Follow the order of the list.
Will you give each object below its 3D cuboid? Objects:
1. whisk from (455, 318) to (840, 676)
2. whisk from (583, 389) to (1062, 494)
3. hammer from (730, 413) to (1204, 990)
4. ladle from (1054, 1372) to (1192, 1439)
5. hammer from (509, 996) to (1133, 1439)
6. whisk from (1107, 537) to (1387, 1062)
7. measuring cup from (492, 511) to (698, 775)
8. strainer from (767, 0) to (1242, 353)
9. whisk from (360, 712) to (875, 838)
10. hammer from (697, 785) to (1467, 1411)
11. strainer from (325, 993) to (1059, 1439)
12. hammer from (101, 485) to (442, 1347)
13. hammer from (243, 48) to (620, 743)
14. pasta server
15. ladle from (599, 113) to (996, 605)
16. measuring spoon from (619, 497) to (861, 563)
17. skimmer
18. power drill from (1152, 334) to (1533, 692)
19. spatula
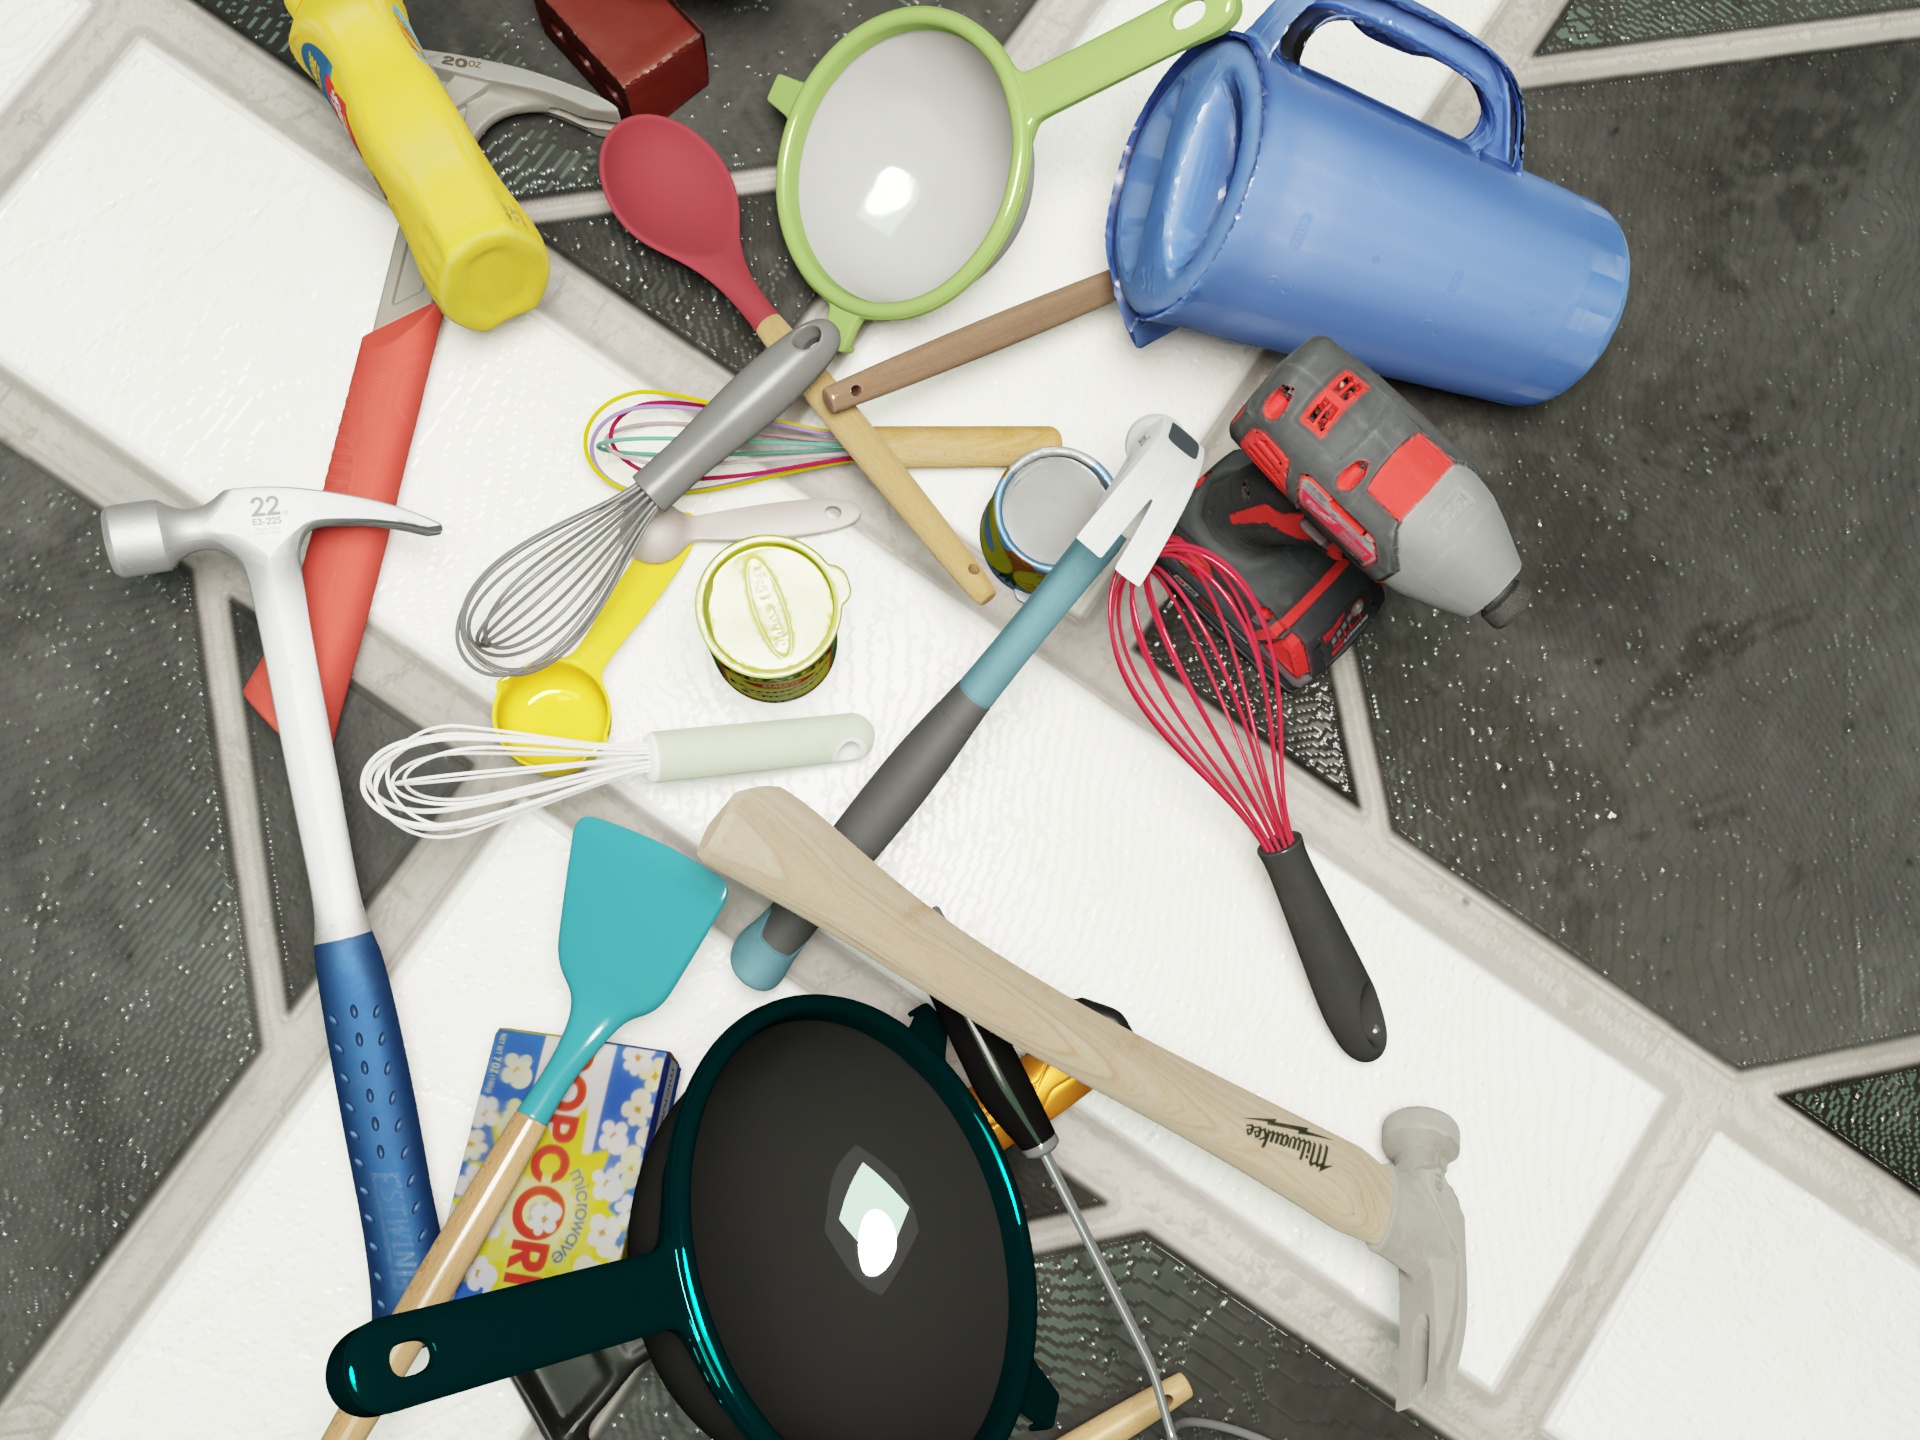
[{"bbox_3d":[-0.146,-0.108,0.761,0.239,0.055,0.055,-43,88,-1],"label":"whisk"},{"bbox_3d":[-0.068,-0.143,0.814,0.245,0.051,0.047,-2,78,-8],"label":"whisk"},{"bbox_3d":[-0.001,-0.002,0.742,0.033,0.128,0.331,37,105,-8],"label":"hammer"},{"bbox_3d":[-0.031,0.394,0.758,0.320,0.062,0.078,-24,84,-14],"label":"ladle"},{"bbox_3d":[-0.055,0.245,0.771,0.337,0.034,0.127,-31,86,-8],"label":"hammer"},{"bbox_3d":[0.149,0.043,0.775,0.073,0.073,0.295,-28,104,-8],"label":"whisk"},{"bbox_3d":[-0.177,-0.040,0.805,0.062,0.029,0.156,30,70,1],"label":"measuring cup"},{"bbox_3d":[0.027,-0.288,0.783,0.256,0.069,0.151,-16,84,30],"label":"strainer"},{"bbox_3d":[-0.155,0.018,0.757,0.246,0.057,0.059,-6,45,-26],"label":"whisk"},{"bbox_3d":[0.063,0.157,0.712,0.410,0.038,0.146,32,42,-12],"label":"hammer"},{"bbox_3d":[-0.108,0.227,0.633,0.095,0.340,0.211,-31,68,33],"label":"strainer"},{"bbox_3d":[-0.285,0.090,0.745,0.144,0.035,0.405,-11,91,-18],"label":"hammer"},{"bbox_3d":[-0.280,-0.162,0.800,0.149,0.036,0.359,11,82,-4],"label":"hammer"},{"bbox_3d":[0.072,-0.220,0.812,0.316,0.040,0.060,-26,105,-19],"label":"pasta server"},{"bbox_3d":[-0.080,-0.181,0.796,0.069,0.031,0.315,-32,77,-25],"label":"ladle"},{"bbox_3d":[-0.111,-0.104,0.812,0.124,0.018,0.034,-7,71,-11],"label":"measuring spoon"},{"bbox_3d":[0.091,0.237,0.734,0.090,0.127,0.363,-28,84,-4],"label":"skimmer"},{"bbox_3d":[0.172,-0.084,0.737,0.143,0.219,0.078,43,82,1],"label":"power drill"},{"bbox_3d":[-0.208,0.197,0.703,0.082,0.044,0.318,23,71,12],"label":"spatula"}]
